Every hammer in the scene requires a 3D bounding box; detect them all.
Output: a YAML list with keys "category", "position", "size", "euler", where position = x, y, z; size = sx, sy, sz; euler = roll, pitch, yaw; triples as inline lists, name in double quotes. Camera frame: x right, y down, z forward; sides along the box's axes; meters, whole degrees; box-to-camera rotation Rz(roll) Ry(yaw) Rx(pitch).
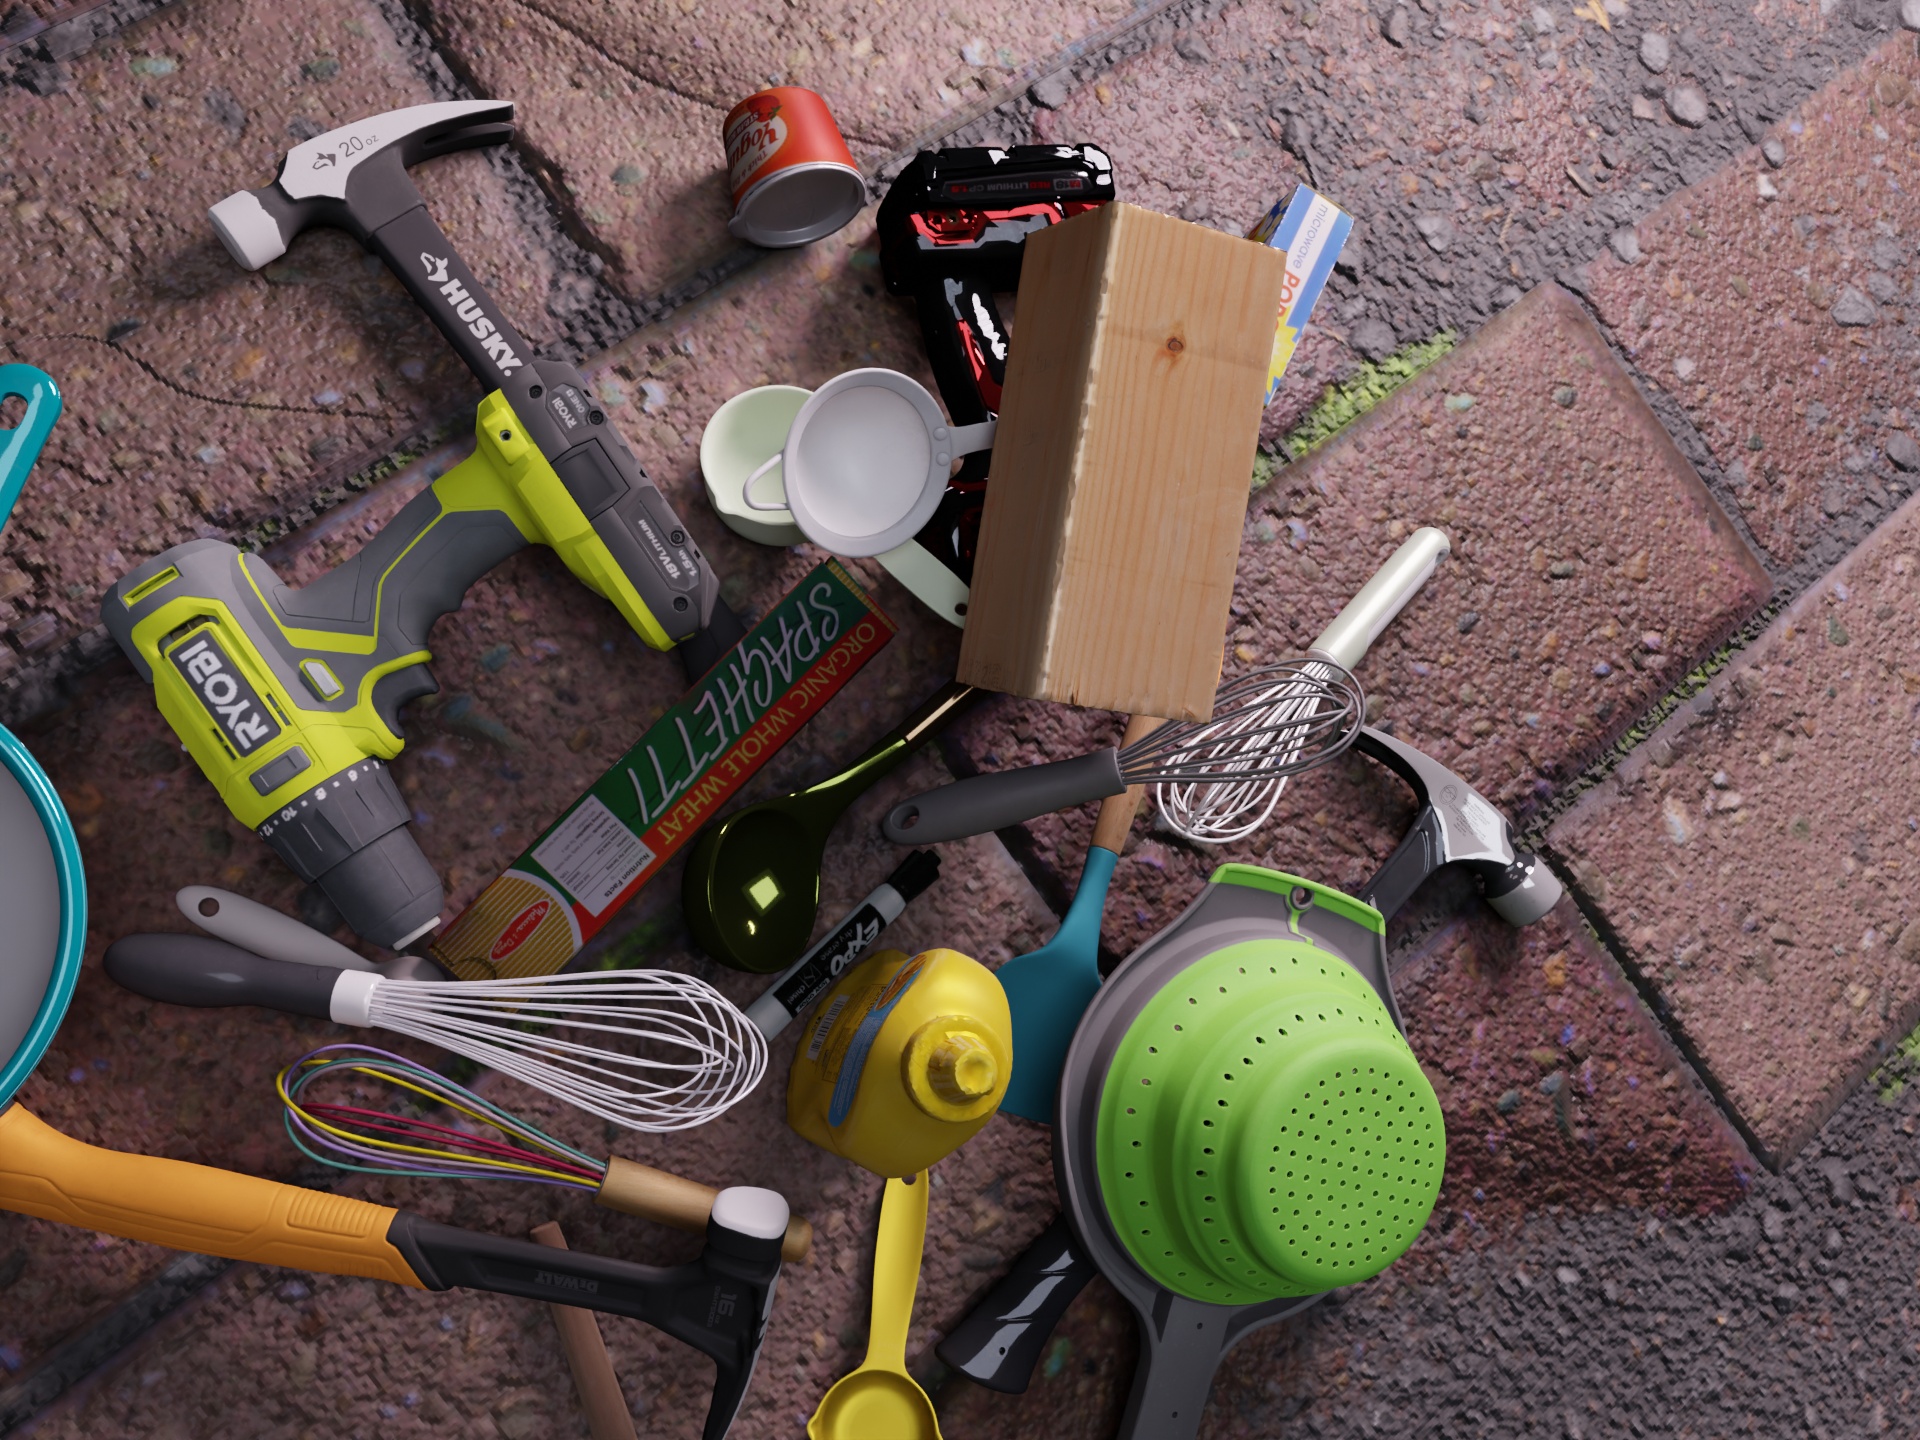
- category: "hammer"
  position: [-0.191, -0.143, 0.758]
  size: [0.146, 0.035, 0.335]
  euler: [-38, 93, -18]
- category: "hammer"
  position: [-0.245, 0.219, 0.652]
  size: [0.337, 0.034, 0.127]
  euler: [13, 107, -3]
- category: "hammer"
  position: [0.138, 0.171, 0.804]
  size: [0.409, 0.036, 0.149]
  euler: [-44, 94, -18]

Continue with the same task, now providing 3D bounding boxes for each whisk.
- category: "whisk"
  position: [0.190, -0.023, 0.848]
  size: [0.059, 0.057, 0.246]
  euler: [34, 65, 24]
- category: "whisk"
  position: [-0.222, 0.122, 0.671]
  size: [0.284, 0.070, 0.070]
  euler: [9, 78, 2]
- category: "whisk"
  position: [0.074, 0.021, 0.758]
  size: [0.239, 0.055, 0.055]
  euler: [-16, 85, 12]
- category: "whisk"
  position: [-0.180, 0.198, 0.700]
  size: [0.245, 0.047, 0.051]
  euler: [23, 74, -15]

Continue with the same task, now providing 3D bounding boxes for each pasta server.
- category: "pasta server"
  position: [-0.129, 0.371, 0.688]
  size: [0.060, 0.040, 0.316]
  euler: [-19, 85, -17]

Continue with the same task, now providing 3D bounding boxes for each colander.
- category: "colander"
  position: [0.128, 0.269, 0.724]
  size: [0.204, 0.094, 0.397]
  euler: [19, 85, -23]

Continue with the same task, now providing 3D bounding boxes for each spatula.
- category: "spatula"
  position: [0.075, 0.042, 0.798]
  size: [0.082, 0.044, 0.317]
  euler: [23, 76, -10]

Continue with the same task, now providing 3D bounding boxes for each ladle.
- category: "ladle"
  position: [-0.001, -0.002, 0.751]
  size: [0.320, 0.062, 0.078]
  euler: [-40, 127, -8]

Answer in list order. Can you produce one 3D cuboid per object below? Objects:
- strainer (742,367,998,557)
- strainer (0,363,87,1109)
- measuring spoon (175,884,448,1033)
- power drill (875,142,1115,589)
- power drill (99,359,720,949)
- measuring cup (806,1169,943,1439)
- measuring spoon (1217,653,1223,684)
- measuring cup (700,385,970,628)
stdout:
- category: "strainer"
  position: [0.016, -0.134, 0.748]
  size: [0.258, 0.050, 0.086]
  euler: [-14, 117, -19]
- category: "strainer"
  position: [-0.430, 0.022, 0.628]
  size: [0.211, 0.095, 0.340]
  euler: [20, 73, -15]
- category: "measuring spoon"
  position: [-0.285, 0.102, 0.697]
  size: [0.124, 0.018, 0.034]
  euler: [27, 74, -10]
- category: "power drill"
  position: [0.038, -0.173, 0.813]
  size: [0.143, 0.078, 0.220]
  euler: [-8, 86, -17]
- category: "power drill"
  position: [-0.222, -0.030, 0.691]
  size: [0.228, 0.080, 0.190]
  euler: [-34, 95, -5]
- category: "measuring cup"
  position: [-0.032, 0.280, 0.742]
  size: [0.062, 0.029, 0.157]
  euler: [6, 65, 4]
- category: "measuring spoon"
  position: [0.136, -0.066, 0.856]
  size: [0.021, 0.011, 0.117]
  euler: [11, 78, -15]
- category: "measuring cup"
  position: [-0.054, -0.093, 0.773]
  size: [0.167, 0.038, 0.083]
  euler: [40, 71, 6]
